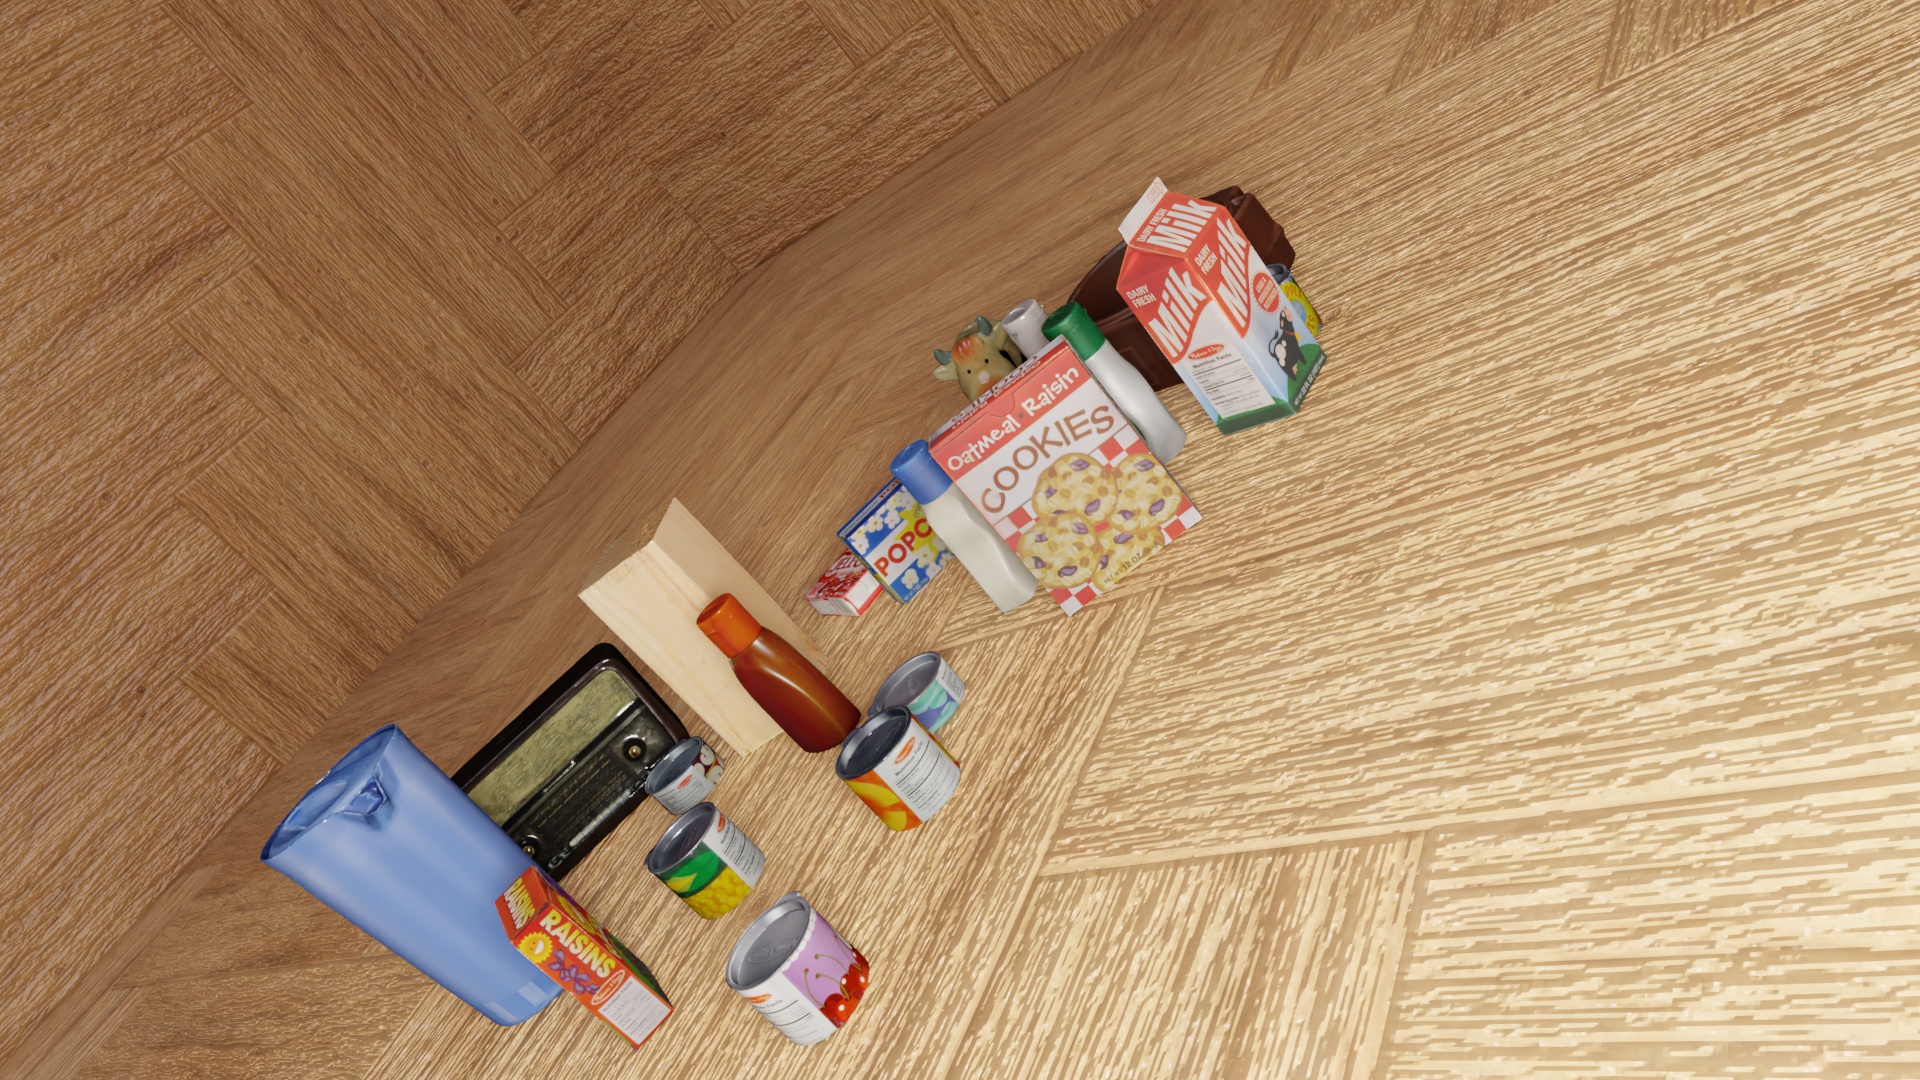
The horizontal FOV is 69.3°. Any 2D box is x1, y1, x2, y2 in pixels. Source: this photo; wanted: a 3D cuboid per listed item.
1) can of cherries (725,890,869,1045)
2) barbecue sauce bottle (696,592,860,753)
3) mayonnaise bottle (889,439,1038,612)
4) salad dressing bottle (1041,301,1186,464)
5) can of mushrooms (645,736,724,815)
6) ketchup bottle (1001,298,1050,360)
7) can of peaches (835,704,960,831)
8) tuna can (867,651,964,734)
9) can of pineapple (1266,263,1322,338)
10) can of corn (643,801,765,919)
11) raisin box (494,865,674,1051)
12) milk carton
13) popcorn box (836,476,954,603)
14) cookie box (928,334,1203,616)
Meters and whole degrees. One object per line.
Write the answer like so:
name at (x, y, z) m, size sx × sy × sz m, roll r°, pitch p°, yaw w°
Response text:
can of cherries at (-0.096, 0.257, 0.836) m, size 0.071 × 0.058 × 0.072 m, roll -35°, pitch 21°, yaw 16°
barbecue sauce bottle at (-0.148, 0.106, 1.107) m, size 0.064 × 0.148 × 0.044 m, roll -22°, pitch 27°, yaw 41°
mayonnaise bottle at (0.004, -0.014, 1.086) m, size 0.041 × 0.148 × 0.065 m, roll -33°, pitch 22°, yaw 21°
salad dressing bottle at (0.121, -0.123, 1.105) m, size 0.044 × 0.147 × 0.064 m, roll -44°, pitch 20°, yaw -8°
can of mushrooms at (-0.243, 0.207, 1.231) m, size 0.071 × 0.033 × 0.071 m, roll -35°, pitch 21°, yaw 16°
ketchup bottle at (0.094, -0.139, 1.184) m, size 0.043 × 0.148 × 0.065 m, roll -46°, pitch 21°, yaw -13°
can of peaches at (-0.043, 0.156, 0.951) m, size 0.071 × 0.058 × 0.071 m, roll -35°, pitch 21°, yaw 16°
tuna can at (-0.033, 0.119, 1.043) m, size 0.071 × 0.032 × 0.071 m, roll -35°, pitch 21°, yaw 16°
can of pineapple at (0.252, -0.181, 1.126) m, size 0.071 × 0.057 × 0.071 m, roll -35°, pitch 21°, yaw 16°
can of corn at (-0.191, 0.240, 1.035) m, size 0.071 × 0.058 × 0.071 m, roll -35°, pitch 21°, yaw 16°
raisin box at (-0.263, 0.289, 0.968) m, size 0.040 × 0.123 × 0.086 m, roll -46°, pitch 21°, yaw -14°
milk carton at (0.187, -0.178, 1.043) m, size 0.073 × 0.190 × 0.073 m, roll -16°, pitch 32°, yaw 49°
popcorn box at (-0.038, -0.017, 1.256) m, size 0.127 × 0.085 × 0.038 m, roll -45°, pitch 20°, yaw -11°
cookie box at (0.075, -0.045, 0.997) m, size 0.123 × 0.167 × 0.040 m, roll -37°, pitch 20°, yaw 9°
